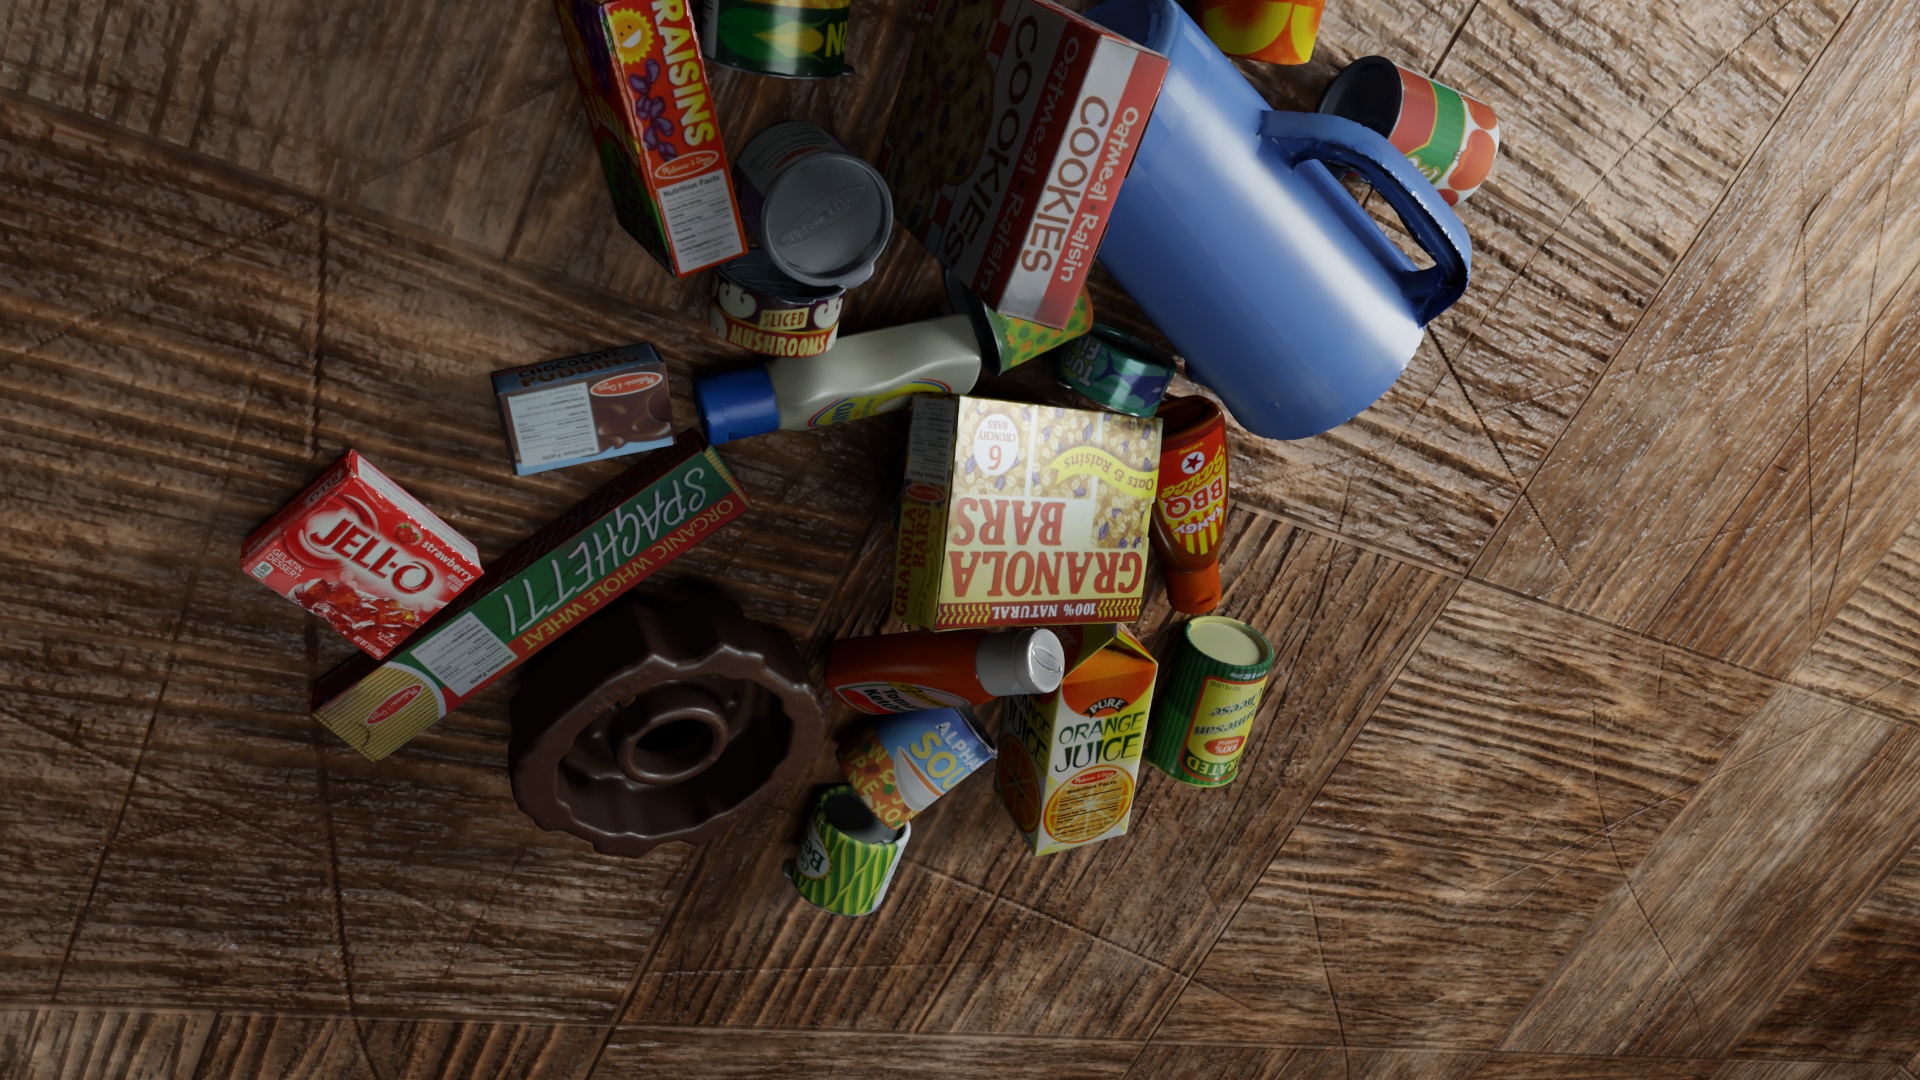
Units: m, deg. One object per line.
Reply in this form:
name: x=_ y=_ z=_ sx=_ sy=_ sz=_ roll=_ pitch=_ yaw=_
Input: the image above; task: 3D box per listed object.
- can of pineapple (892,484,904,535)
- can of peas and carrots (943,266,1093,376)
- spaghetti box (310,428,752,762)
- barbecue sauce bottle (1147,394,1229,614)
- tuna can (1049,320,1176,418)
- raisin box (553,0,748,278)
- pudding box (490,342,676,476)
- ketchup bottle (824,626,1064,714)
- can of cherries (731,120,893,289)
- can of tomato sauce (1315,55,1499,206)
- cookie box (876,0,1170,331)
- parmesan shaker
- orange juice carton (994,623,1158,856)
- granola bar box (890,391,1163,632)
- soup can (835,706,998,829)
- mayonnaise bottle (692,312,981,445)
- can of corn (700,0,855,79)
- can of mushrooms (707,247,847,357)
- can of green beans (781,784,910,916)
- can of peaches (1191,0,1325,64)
can of pineapple: x=0.003 y=-0.010 z=0.813 sx=0.071 sy=0.071 sz=0.057 roll=-42 pitch=129 yaw=4
can of peas and carrots: x=0.031 y=-0.132 z=0.749 sx=0.059 sy=0.071 sz=0.070 roll=-26 pitch=128 yaw=-9
spaghetti box: x=-0.229 y=0.029 z=0.751 sx=0.250 sy=0.029 sz=0.050 roll=-35 pitch=129 yaw=-2
barbecue sauce bottle: x=0.144 y=-0.019 z=0.894 sx=0.065 sy=0.044 sz=0.147 roll=-24 pitch=128 yaw=-13
tuna can: x=0.087 y=-0.100 z=0.799 sx=0.071 sy=0.071 sz=0.032 roll=10 pitch=114 yaw=-31
raisin box: x=-0.140 y=-0.190 z=0.616 sx=0.040 sy=0.086 sz=0.122 roll=-23 pitch=128 yaw=-19
pudding box: x=-0.191 y=-0.066 z=0.707 sx=0.084 sy=0.030 sz=0.049 roll=-14 pitch=124 yaw=-18
ketchup bottle: x=-0.009 y=0.076 z=0.822 sx=0.064 sy=0.148 sz=0.044 roll=34 pitch=57 yaw=-42
can of cherries: x=-0.073 y=-0.164 z=0.684 sx=0.072 sy=0.058 sz=0.071 roll=-13 pitch=125 yaw=-19
can of tomato sauce: x=0.255 y=-0.231 z=0.796 sx=0.083 sy=0.071 sz=0.071 roll=9 pitch=116 yaw=-31
cookie box: x=0.020 y=-0.188 z=0.644 sx=0.040 sy=0.168 sz=0.122 roll=7 pitch=117 yaw=-30
parmesan shaker: x=0.173 y=0.113 z=0.979 sx=0.071 sy=0.071 sz=0.102 roll=-3 pitch=121 yaw=-24
orange juice carton: x=0.076 y=0.111 z=0.926 sx=0.073 sy=0.072 sz=0.191 roll=-9 pitch=124 yaw=-21
granola bar box: x=0.042 y=-0.015 z=0.776 sx=0.166 sy=0.039 sz=0.124 roll=1 pitch=98 yaw=-43
soup can: x=-0.027 y=0.137 z=0.892 sx=0.084 sy=0.071 sz=0.071 roll=-38 pitch=129 yaw=1
mayonnaise bottle: x=-0.066 y=-0.084 z=0.740 sx=0.148 sy=0.041 sz=0.064 roll=-15 pitch=169 yaw=-15
can of corn: x=-0.079 y=-0.244 z=0.623 sx=0.071 sy=0.071 sz=0.058 roll=-4 pitch=122 yaw=-24
can of mushrooms: x=-0.092 y=-0.119 z=0.696 sx=0.071 sy=0.071 sz=0.033 roll=0 pitch=122 yaw=-26
can of green beans: x=-0.073 y=0.204 z=0.916 sx=0.071 sy=0.071 sz=0.057 roll=8 pitch=116 yaw=-30
can of peaches: x=0.154 y=-0.281 z=0.713 sx=0.071 sy=0.071 sz=0.057 roll=-5 pitch=123 yaw=-24
